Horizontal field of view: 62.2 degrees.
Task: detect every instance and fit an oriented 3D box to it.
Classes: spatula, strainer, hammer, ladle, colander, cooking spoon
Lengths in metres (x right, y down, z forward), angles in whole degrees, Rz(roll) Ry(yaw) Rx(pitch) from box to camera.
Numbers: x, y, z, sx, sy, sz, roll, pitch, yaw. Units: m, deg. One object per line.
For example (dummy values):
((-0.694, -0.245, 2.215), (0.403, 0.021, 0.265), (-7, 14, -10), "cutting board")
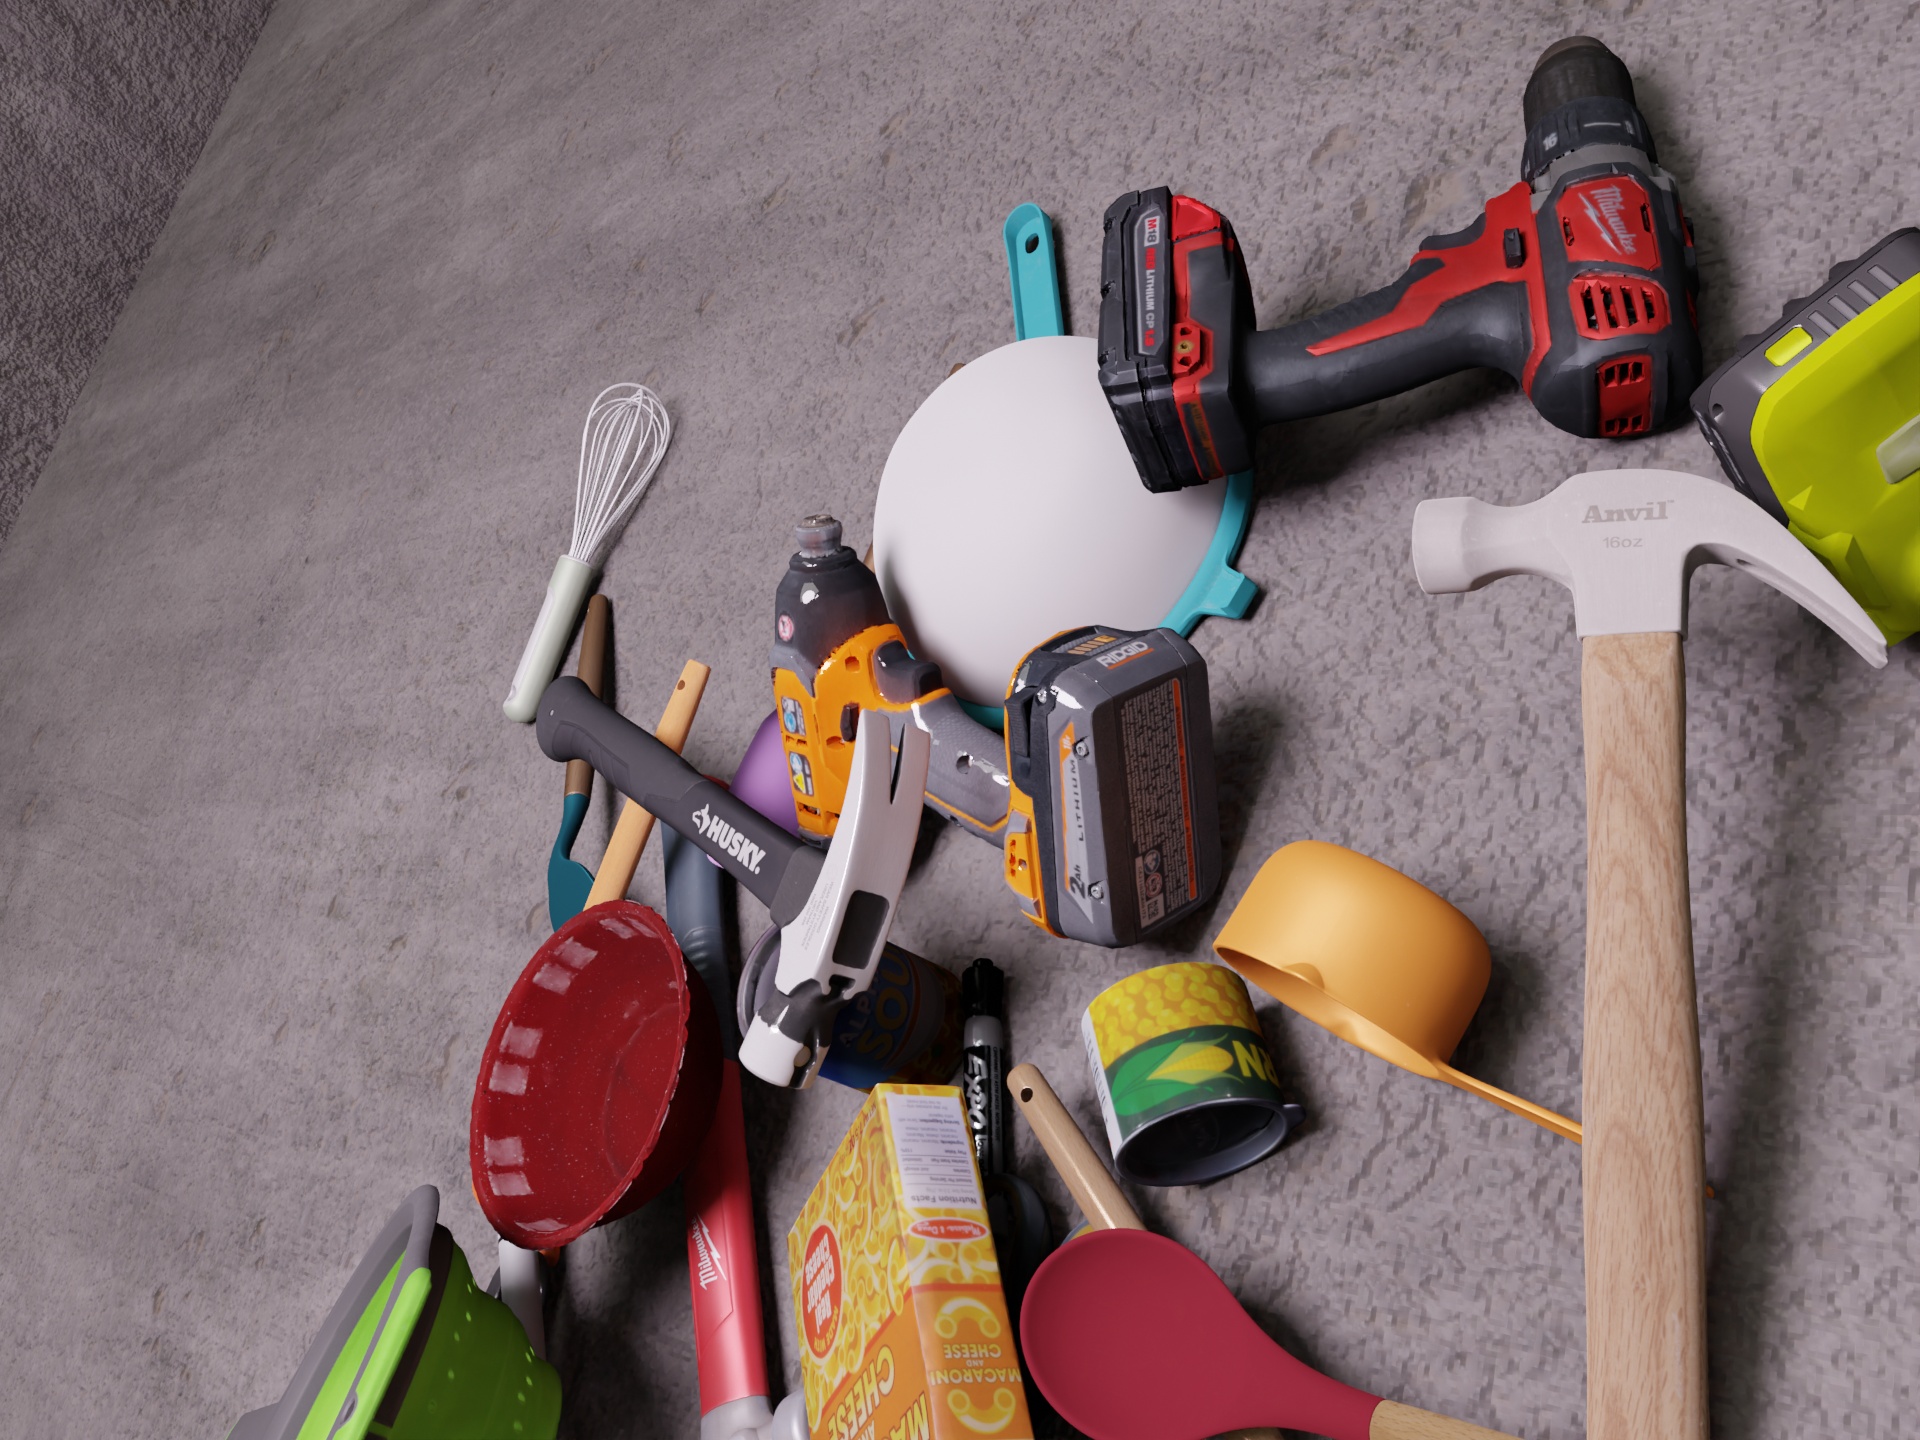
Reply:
((-0.053, -0.059, 0.863), (0.060, 0.018, 0.316), (18, 73, 10), "spatula")
((0.024, -0.162, 0.801), (0.211, 0.095, 0.341), (-26, 52, 31), "strainer")
((-0.134, 0.189, 0.780), (0.143, 0.038, 0.387), (-35, 46, 25), "hammer")
((-0.190, 0.122, 0.832), (0.081, 0.041, 0.322), (21, 90, 39), "spatula")
((0.201, 0.088, 0.464), (0.130, 0.031, 0.331), (-3, 80, 30), "hammer")
((-0.126, 0.032, 0.740), (0.335, 0.035, 0.146), (26, 94, 53), "hammer")
((0.143, 0.208, 0.455), (0.315, 0.031, 0.069), (-1, 69, 45), "ladle")
((-0.219, 0.033, 0.959), (0.318, 0.044, 0.082), (-97, 29, -45), "spatula")
((-0.269, 0.338, 0.720), (0.397, 0.094, 0.205), (-39, 26, 52), "colander")
((-0.196, 0.336, 0.734), (0.086, 0.050, 0.259), (116, 147, -42), "strainer")
((0.096, 0.237, 0.530), (0.069, 0.017, 0.319), (-46, 49, 10), "cooking spoon")

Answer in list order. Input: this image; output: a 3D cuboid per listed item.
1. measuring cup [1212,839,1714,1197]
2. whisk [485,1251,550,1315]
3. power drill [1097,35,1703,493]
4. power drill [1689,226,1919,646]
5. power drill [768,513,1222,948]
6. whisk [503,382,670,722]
((0.171, 0.095, 0.530), (0.174, 0.095, 0.052), (24, 78, 30), "measuring cup")
((-0.249, 0.399, 0.749), (0.073, 0.073, 0.296), (-13, 53, 38), "whisk")
((0.177, -0.191, 0.658), (0.227, 0.080, 0.188), (-6, 60, 20), "power drill")
((0.291, -0.030, 0.401), (0.080, 0.190, 0.229), (-40, 40, 18), "power drill")
((-0.001, -0.002, 0.689), (0.227, 0.084, 0.164), (13, 118, 46), "power drill")
((-0.257, -0.114, 1.078), (0.058, 0.059, 0.246), (6, 75, 58), "whisk")
